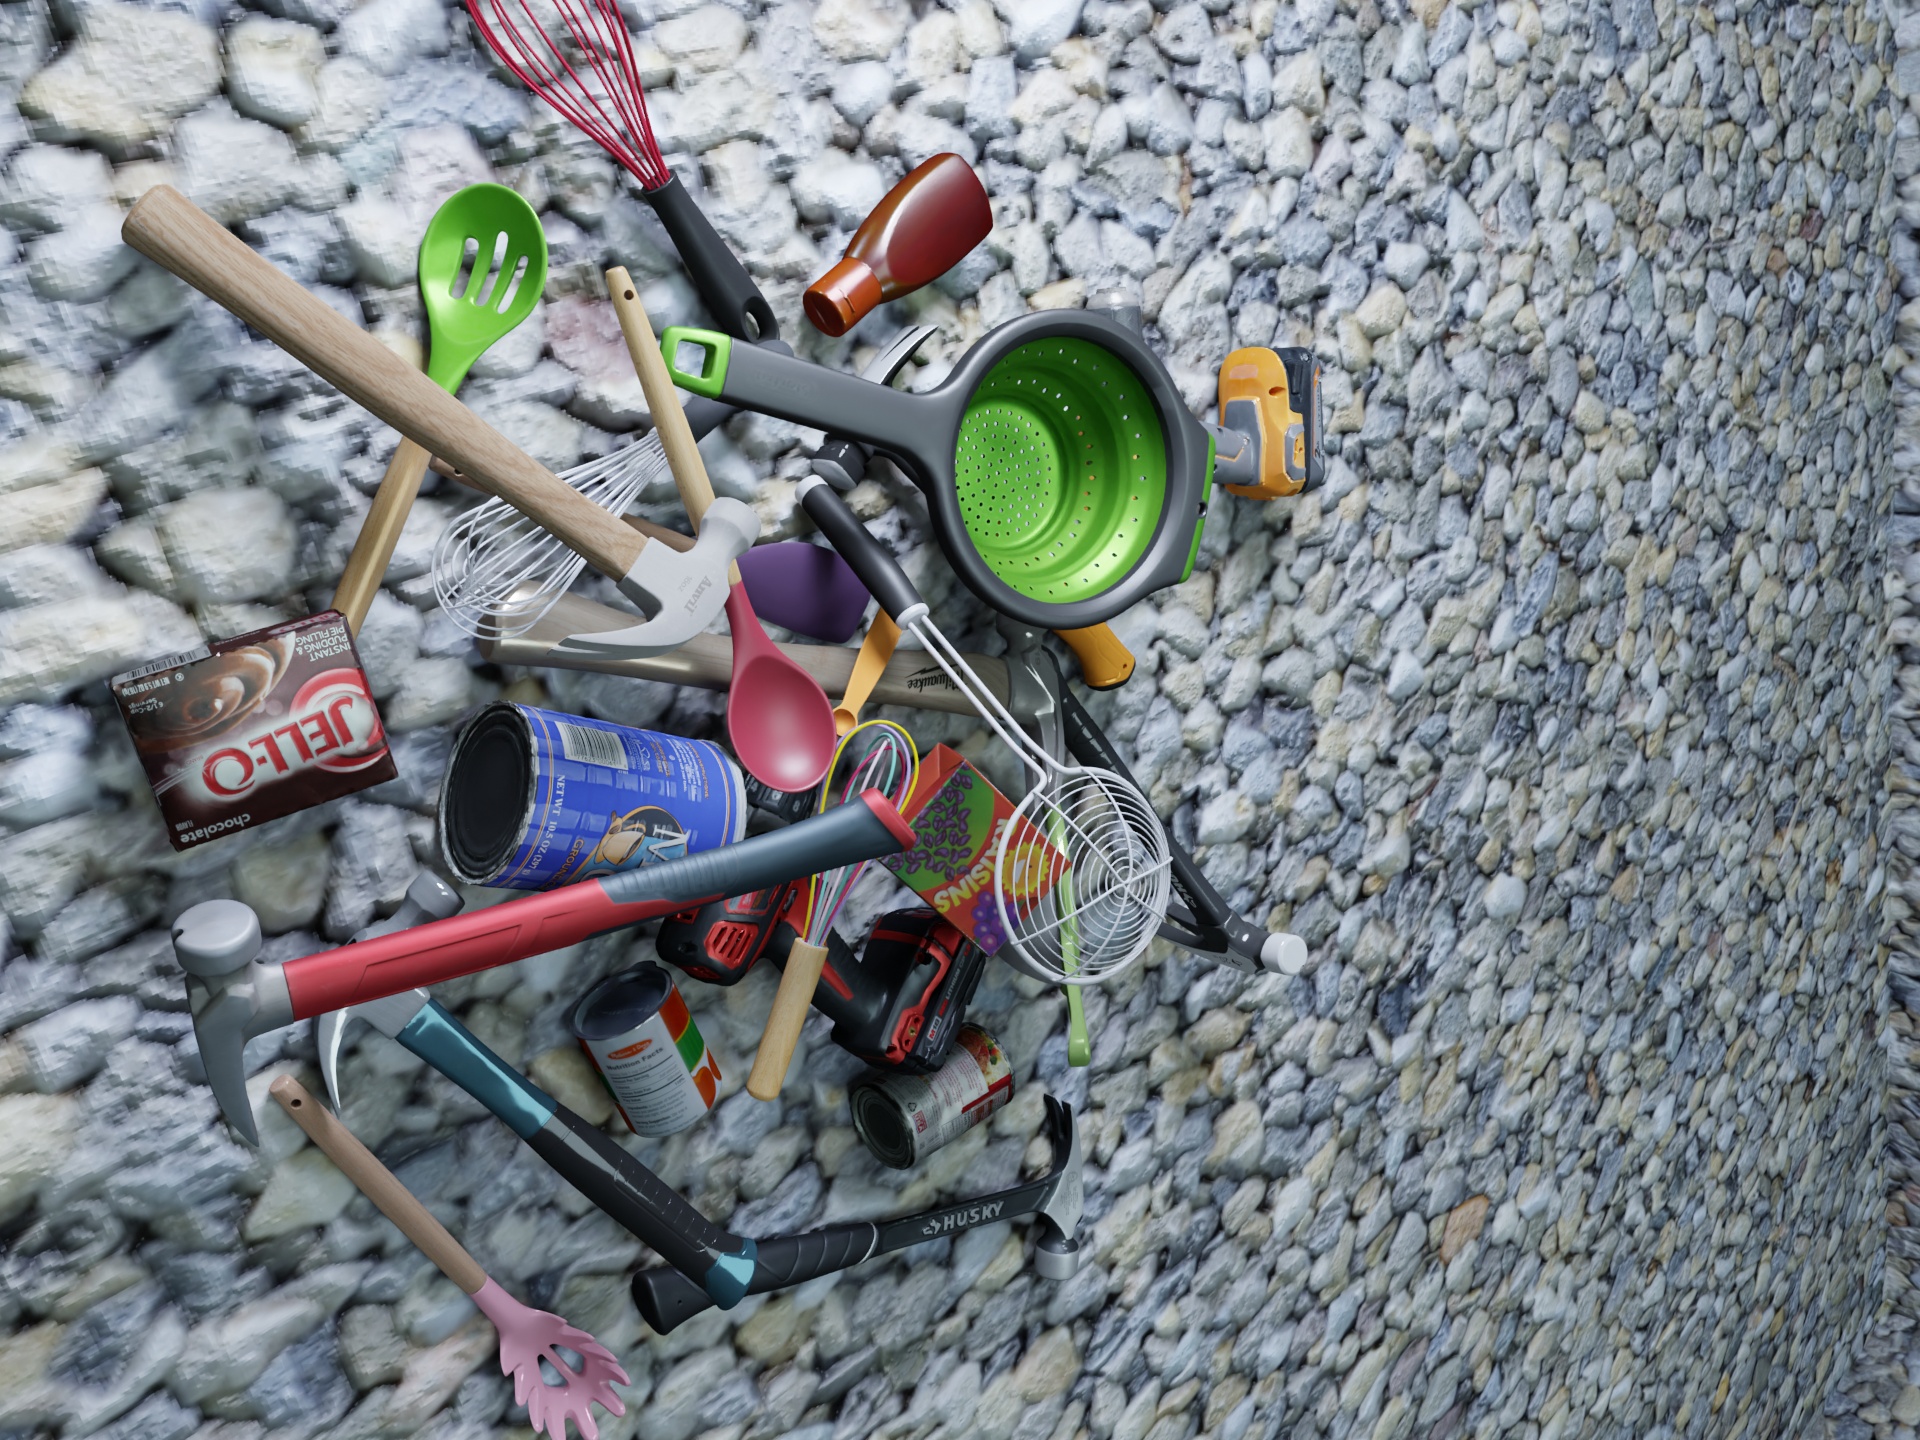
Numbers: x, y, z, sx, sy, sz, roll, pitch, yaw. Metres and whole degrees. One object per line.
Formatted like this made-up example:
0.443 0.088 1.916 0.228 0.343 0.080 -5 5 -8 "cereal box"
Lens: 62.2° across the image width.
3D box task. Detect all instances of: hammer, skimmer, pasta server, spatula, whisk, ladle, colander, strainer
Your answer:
-0.260 -0.146 0.798 0.331 0.031 0.130 36 57 -18 "hammer"
-0.002 -0.003 0.988 0.127 0.364 0.090 -25 154 -31 "skimmer"
-0.294 0.314 0.922 0.060 0.040 0.316 -40 121 -18 "pasta server"
-0.175 -0.109 0.968 0.315 0.018 0.060 17 103 -43 "spatula"
-0.182 -0.322 0.902 0.073 0.073 0.295 -54 135 -22 "whisk"
-0.186 -0.142 0.905 0.285 0.070 0.070 -47 125 -34 "whisk"
-0.202 0.114 0.857 0.386 0.038 0.143 -14 130 -27 "hammer"
-0.099 -0.023 1.003 0.410 0.038 0.146 6 73 -37 "hammer"
0.033 -0.131 1.146 0.336 0.034 0.127 43 70 -39 "hammer"
-0.233 0.238 0.922 0.128 0.033 0.330 -47 116 -12 "hammer"
-0.141 -0.101 0.904 0.069 0.031 0.315 -31 116 -30 "ladle"
-0.055 0.371 1.154 0.408 0.036 0.149 1 95 -42 "hammer"
-0.019 -0.178 1.013 0.396 0.094 0.204 11 91 -32 "colander"
-0.080 0.117 0.972 0.047 0.051 0.245 17 93 -40 "whisk"
0.134 0.071 1.235 0.035 0.146 0.334 -47 114 -22 "hammer"
0.047 0.154 1.111 0.069 0.257 0.151 -5 119 1 "strainer"

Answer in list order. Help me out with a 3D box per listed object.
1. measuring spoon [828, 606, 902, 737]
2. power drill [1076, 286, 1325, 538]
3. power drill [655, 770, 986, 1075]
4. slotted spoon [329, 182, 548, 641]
-0.059 -0.036 1.011 0.021 0.011 0.117 34 56 -17 "measuring spoon"
0.181 -0.245 1.235 0.226 0.084 0.185 -15 106 -35 "power drill"
-0.081 0.118 1.059 0.226 0.080 0.188 40 64 -35 "power drill"
-0.295 -0.134 0.843 0.070 0.031 0.314 20 86 2 "slotted spoon"
